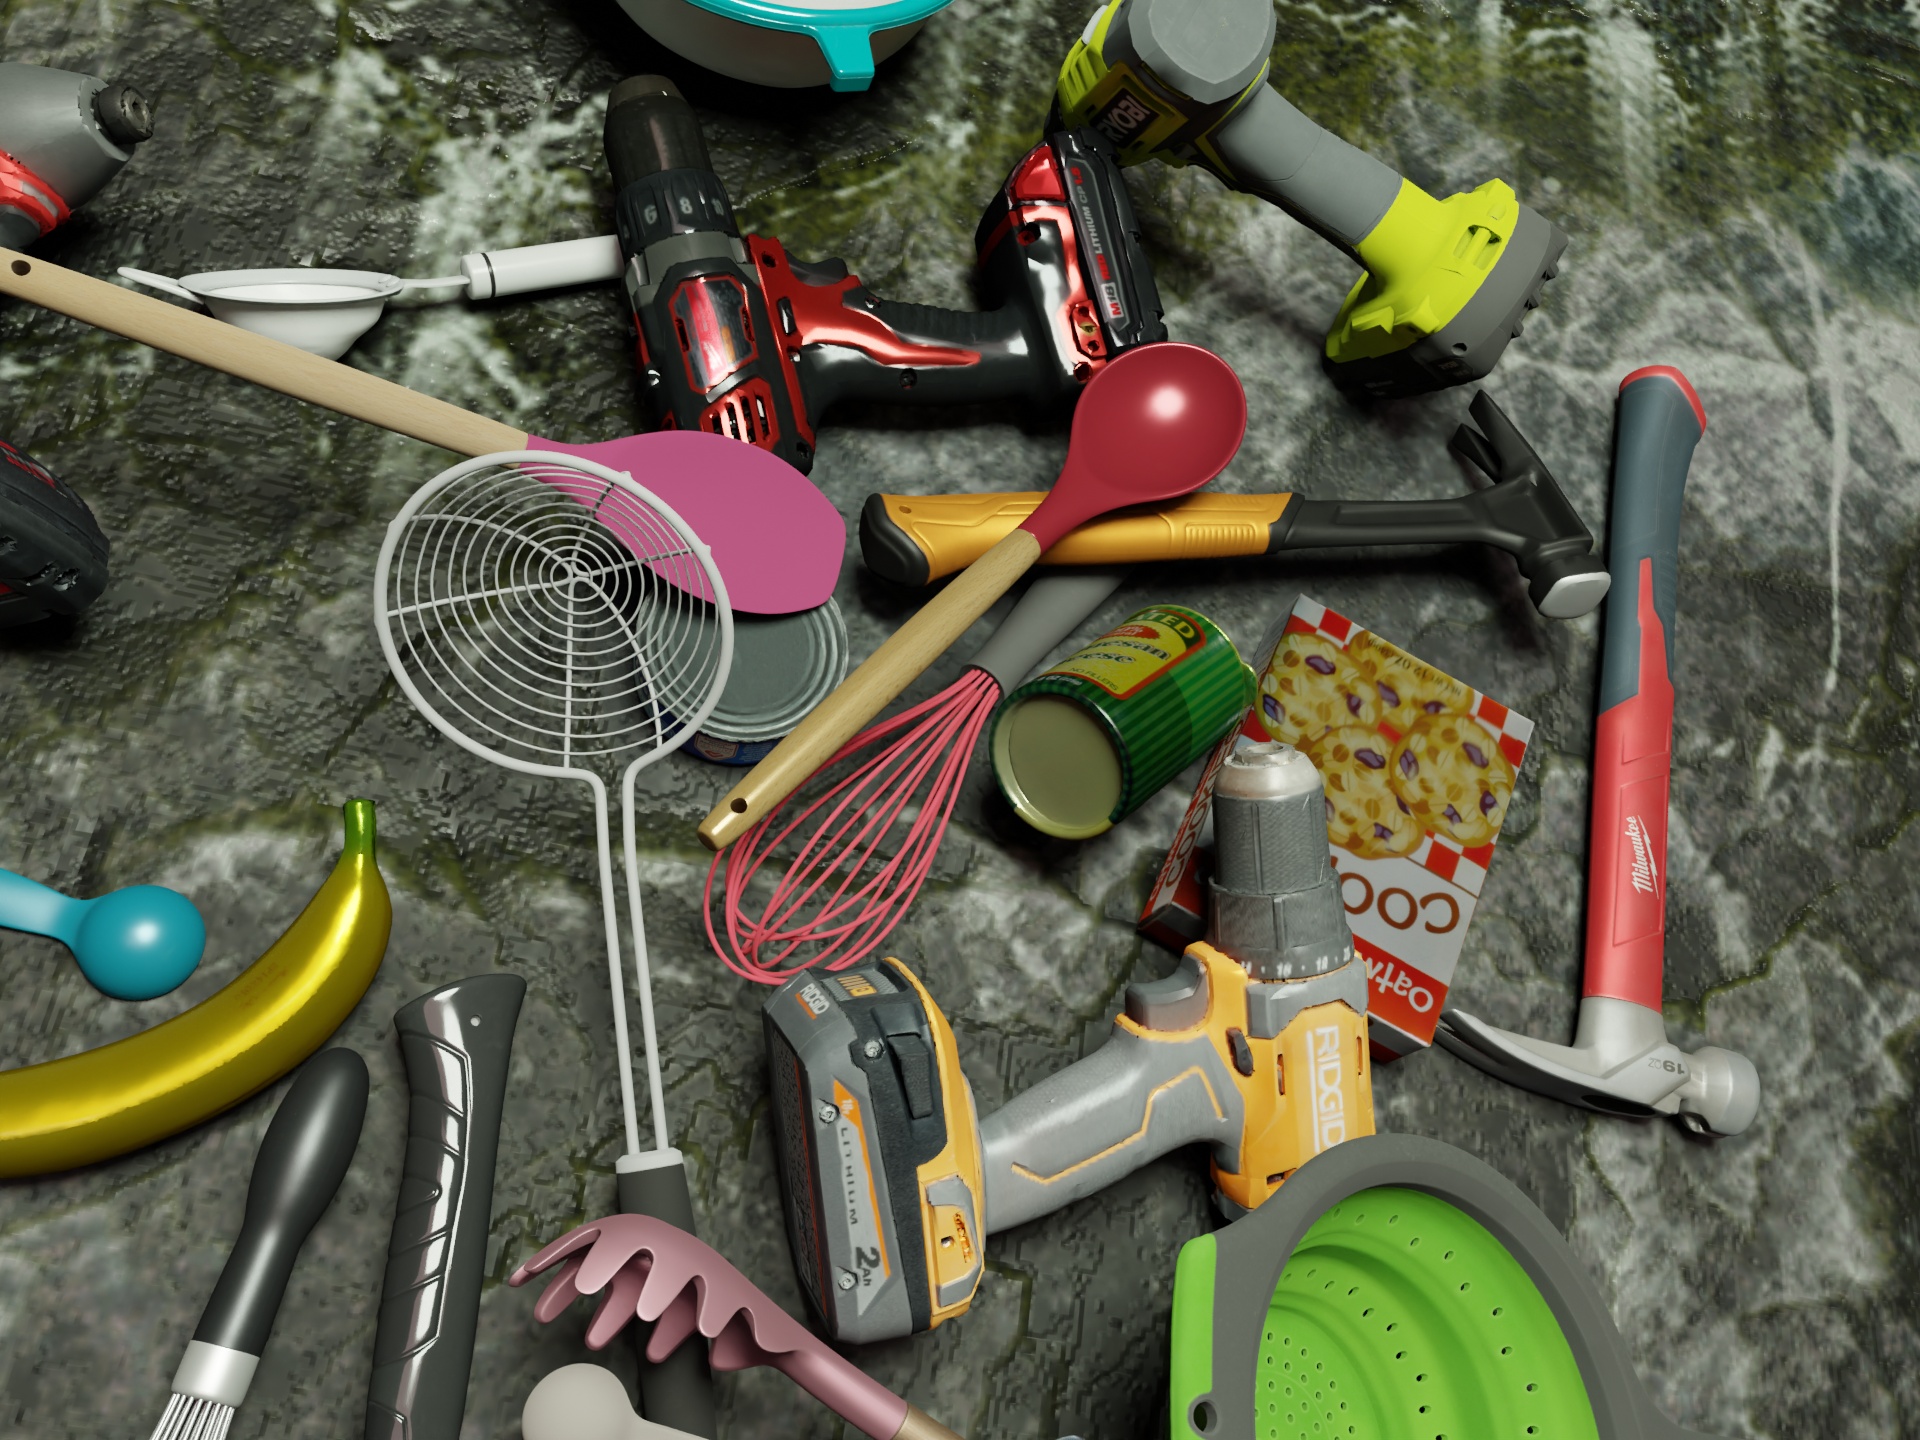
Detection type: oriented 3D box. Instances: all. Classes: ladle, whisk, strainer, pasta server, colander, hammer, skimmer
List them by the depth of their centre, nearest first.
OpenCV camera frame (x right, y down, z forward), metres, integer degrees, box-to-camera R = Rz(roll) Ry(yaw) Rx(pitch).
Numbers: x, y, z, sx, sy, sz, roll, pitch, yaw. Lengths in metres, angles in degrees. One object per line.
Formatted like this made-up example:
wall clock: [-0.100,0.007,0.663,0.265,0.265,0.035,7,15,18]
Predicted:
whisk: [-0.247,0.238,0.497,0.070,0.070,0.285,18,60,-8]
hammer: [-0.172,0.243,0.509,0.146,0.035,0.335,16,58,-29]
pasta server: [-0.003,0.251,0.518,0.316,0.060,0.040,37,51,-6]
skimmer: [-0.124,0.092,0.544,0.127,0.090,0.363,-10,79,6]
colander: [0.208,0.279,0.588,0.396,0.094,0.205,20,57,-27]
ladle: [0.011,-0.054,0.616,0.069,0.031,0.315,39,59,11]
whisk: [-0.001,-0.002,0.658,0.073,0.073,0.296,40,57,3]
strainer: [-0.215,-0.187,0.683,0.258,0.050,0.087,-17,30,-26]
hammer: [0.119,-0.093,0.708,0.336,0.034,0.127,-4,52,-17]
hammer: [0.305,-0.011,0.752,0.143,0.038,0.387,17,65,-6]
strainer: [-0.066,-0.422,0.792,0.211,0.095,0.340,30,59,0]

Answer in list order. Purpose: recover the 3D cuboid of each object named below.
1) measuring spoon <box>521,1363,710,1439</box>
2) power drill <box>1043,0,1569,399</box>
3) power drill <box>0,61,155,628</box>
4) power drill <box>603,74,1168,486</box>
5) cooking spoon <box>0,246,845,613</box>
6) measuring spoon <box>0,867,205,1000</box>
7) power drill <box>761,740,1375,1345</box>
measuring spoon: [-0.084,0.247,0.519,0.124,0.018,0.034,29,80,-13]
power drill: [0.145,-0.247,0.742,0.228,0.190,0.080,32,87,-13]
power drill: [-0.370,-0.145,0.584,0.143,0.078,0.220,-11,67,9]
power drill: [-0.040,-0.203,0.703,0.226,0.080,0.188,-14,84,-17]
cooking spoon: [-0.189,-0.109,0.593,0.318,0.017,0.069,18,75,-24]
measuring spoon: [-0.333,0.062,0.558,0.128,0.021,0.042,20,65,-8]
power drill: [0.047,0.112,0.577,0.226,0.084,0.185,-9,101,-19]
